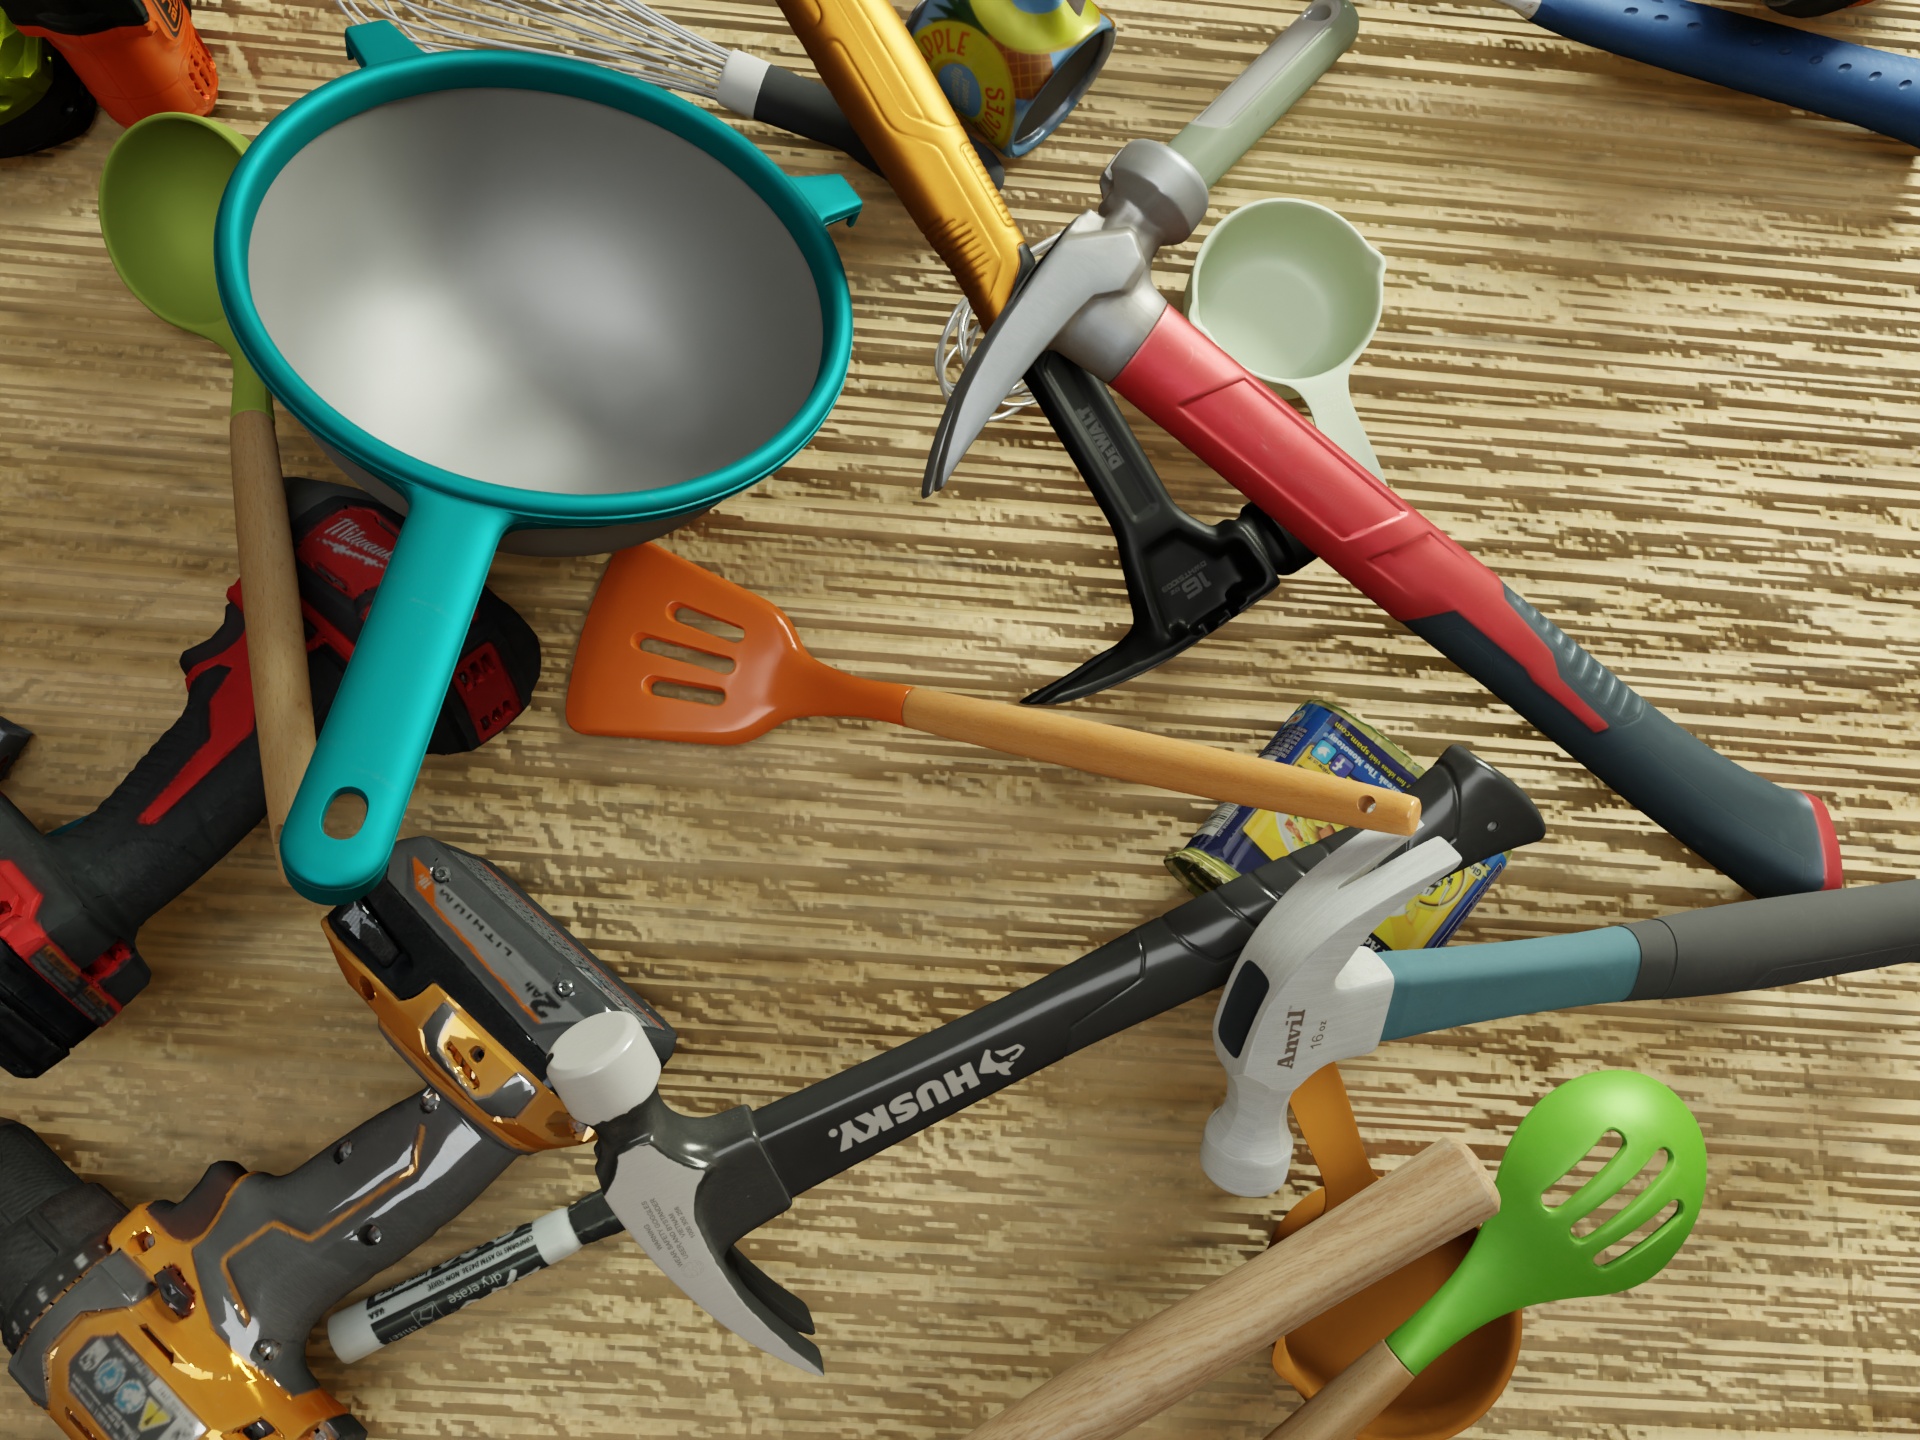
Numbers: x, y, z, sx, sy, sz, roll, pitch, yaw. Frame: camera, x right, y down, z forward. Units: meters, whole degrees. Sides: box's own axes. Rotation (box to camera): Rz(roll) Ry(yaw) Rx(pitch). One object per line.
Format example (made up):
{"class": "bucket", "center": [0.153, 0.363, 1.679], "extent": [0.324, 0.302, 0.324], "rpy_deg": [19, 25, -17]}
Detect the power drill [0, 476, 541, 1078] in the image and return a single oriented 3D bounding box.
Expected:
{"class": "power drill", "center": [-0.271, 0.001, 0.552], "extent": [0.143, 0.078, 0.220], "rpy_deg": [38, 64, 22]}

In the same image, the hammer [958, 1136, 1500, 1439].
{"class": "hammer", "center": [0.029, 0.233, 0.524], "extent": [0.331, 0.130, 0.031], "rpy_deg": [-31, 87, -1]}

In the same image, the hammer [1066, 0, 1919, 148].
{"class": "hammer", "center": [0.220, -0.291, 0.641], "extent": [0.405, 0.035, 0.144], "rpy_deg": [12, 50, -6]}

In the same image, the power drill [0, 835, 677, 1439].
{"class": "power drill", "center": [-0.235, 0.145, 0.551], "extent": [0.185, 0.084, 0.226], "rpy_deg": [39, 83, 12]}

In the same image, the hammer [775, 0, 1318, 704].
{"class": "hammer", "center": [-0.001, -0.170, 0.574], "extent": [0.127, 0.034, 0.337], "rpy_deg": [-33, 98, -11]}

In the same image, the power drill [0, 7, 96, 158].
{"class": "power drill", "center": [-0.378, -0.305, 0.530], "extent": [0.080, 0.223, 0.171], "rpy_deg": [-2, 83, -4]}

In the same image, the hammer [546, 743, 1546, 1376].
{"class": "hammer", "center": [0.046, 0.098, 0.535], "extent": [0.335, 0.035, 0.146], "rpy_deg": [-25, 114, -6]}

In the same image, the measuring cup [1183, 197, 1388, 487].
{"class": "measuring cup", "center": [0.141, -0.123, 0.635], "extent": [0.083, 0.038, 0.167], "rpy_deg": [-19, 86, -6]}

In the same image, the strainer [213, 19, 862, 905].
{"class": "strainer", "center": [-0.159, -0.080, 0.542], "extent": [0.211, 0.095, 0.341], "rpy_deg": [15, 58, -11]}

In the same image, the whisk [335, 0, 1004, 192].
{"class": "whisk", "center": [-0.116, -0.264, 0.628], "extent": [0.284, 0.070, 0.070], "rpy_deg": [19, 82, -6]}

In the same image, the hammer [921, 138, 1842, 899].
{"class": "hammer", "center": [0.170, -0.032, 0.581], "extent": [0.386, 0.038, 0.143], "rpy_deg": [36, 83, -12]}

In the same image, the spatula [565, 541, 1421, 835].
{"class": "spatula", "center": [-0.001, -0.002, 0.562], "extent": [0.323, 0.041, 0.081], "rpy_deg": [12, 81, 29]}

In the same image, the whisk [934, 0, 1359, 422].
{"class": "whisk", "center": [0.078, -0.210, 0.638], "extent": [0.246, 0.059, 0.058], "rpy_deg": [-47, 46, -12]}

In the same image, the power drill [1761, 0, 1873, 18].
{"class": "power drill", "center": [0.305, -0.381, 0.635], "extent": [0.164, 0.084, 0.226], "rpy_deg": [-40, 88, -30]}

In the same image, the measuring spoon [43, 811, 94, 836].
{"class": "measuring spoon", "center": [-0.310, 0.043, 0.598], "extent": [0.128, 0.021, 0.042], "rpy_deg": [-25, 62, 3]}

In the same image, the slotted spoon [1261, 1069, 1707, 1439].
{"class": "slotted spoon", "center": [0.132, 0.236, 0.542], "extent": [0.314, 0.031, 0.070], "rpy_deg": [-42, 90, 2]}

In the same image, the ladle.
{"class": "ladle", "center": [-0.249, -0.086, 0.539], "extent": [0.078, 0.062, 0.320], "rpy_deg": [-34, 57, 23]}

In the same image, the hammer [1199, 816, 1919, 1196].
{"class": "hammer", "center": [0.242, 0.085, 0.559], "extent": [0.331, 0.033, 0.128], "rpy_deg": [-4, 117, -19]}

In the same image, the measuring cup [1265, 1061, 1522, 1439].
{"class": "measuring cup", "center": [0.140, 0.173, 0.588], "extent": [0.095, 0.052, 0.174], "rpy_deg": [-19, 85, -2]}
